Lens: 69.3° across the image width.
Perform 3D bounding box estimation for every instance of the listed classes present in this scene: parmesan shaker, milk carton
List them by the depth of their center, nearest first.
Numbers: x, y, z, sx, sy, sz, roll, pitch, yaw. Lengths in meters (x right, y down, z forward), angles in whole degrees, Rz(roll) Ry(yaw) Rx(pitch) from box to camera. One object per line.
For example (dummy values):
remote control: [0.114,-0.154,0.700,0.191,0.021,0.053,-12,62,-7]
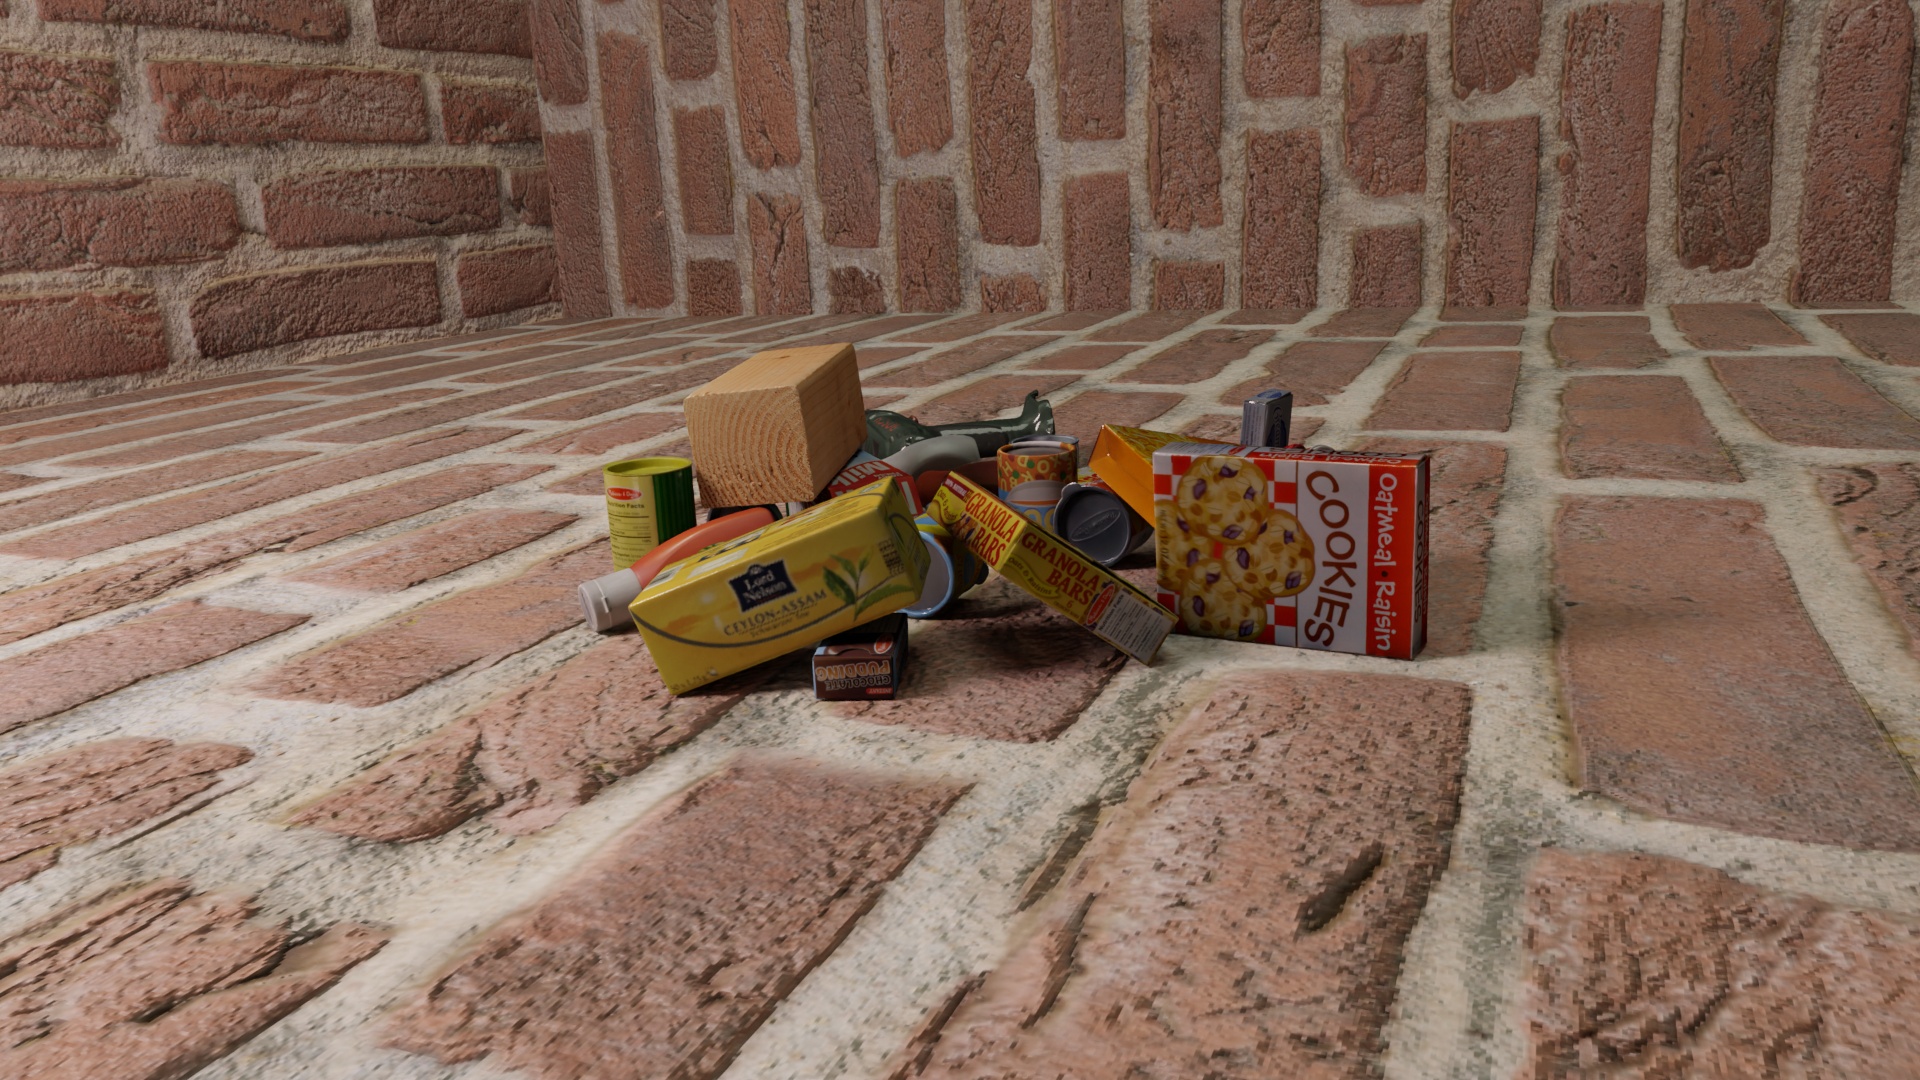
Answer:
parmesan shaker: [-0.234,-0.007,1.055,0.071,0.102,0.071,-2,14,1]
milk carton: [-0.088,-0.024,1.147,0.072,0.073,0.191,-10,16,-20]

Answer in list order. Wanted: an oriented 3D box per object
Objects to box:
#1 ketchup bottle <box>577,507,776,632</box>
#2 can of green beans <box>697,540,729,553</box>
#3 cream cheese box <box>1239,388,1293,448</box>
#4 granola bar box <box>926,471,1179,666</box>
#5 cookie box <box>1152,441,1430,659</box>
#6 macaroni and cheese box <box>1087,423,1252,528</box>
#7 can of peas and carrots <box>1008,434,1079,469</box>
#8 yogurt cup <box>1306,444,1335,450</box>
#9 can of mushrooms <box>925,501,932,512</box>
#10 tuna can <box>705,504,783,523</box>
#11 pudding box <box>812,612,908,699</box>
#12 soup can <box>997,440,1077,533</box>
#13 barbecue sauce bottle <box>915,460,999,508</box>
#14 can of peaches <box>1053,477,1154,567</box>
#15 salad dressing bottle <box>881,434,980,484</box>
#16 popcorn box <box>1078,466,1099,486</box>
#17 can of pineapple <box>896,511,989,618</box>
ketchup bottle: [-0.201,0.026,1.011,0.149,0.064,0.043,-20,7,-27]
can of green beans: [-0.149,0.034,0.968,0.071,0.057,0.071,-3,14,1]
cream cheese box: [0.268,-0.079,1.228,0.024,0.103,0.053,16,24,35]
granola bar box: [0.056,0.014,0.913,0.124,0.039,0.166,32,3,-21]
cookie box: [0.209,0.003,0.885,0.167,0.122,0.040,5,17,28]
macaroni and cheese box: [0.200,-0.039,1.074,0.167,0.040,0.124,5,27,-30]
can of peas and carrots: [0.078,-0.066,1.305,0.071,0.058,0.071,-3,14,1]
yogurt cup: [0.289,-0.047,1.185,0.072,0.072,0.054,-14,10,-36]
can of mushrooms: [0.004,-0.015,1.174,0.071,0.033,0.071,-2,14,1]
tuna can: [-0.171,-0.006,1.104,0.071,0.071,0.033,10,18,42]
pudding box: [-0.061,0.071,0.864,0.050,0.030,0.084,-1,15,4]
soup can: [0.064,-0.034,1.137,0.071,0.083,0.071,-3,15,1]
barbecue sauce bottle: [0.020,-0.045,1.242,0.148,0.044,0.064,2,-31,47]
can of peaches: [0.114,-0.019,1.094,0.071,0.071,0.058,5,15,28]
salad dressing bottle: [-0.054,-0.062,1.326,0.148,0.064,0.044,-11,49,-4]
popcorn box: [0.145,-0.044,1.246,0.127,0.038,0.085,-12,18,-31]
can of pineapple: [-0.022,0.017,0.994,0.071,0.070,0.058,3,16,21]
